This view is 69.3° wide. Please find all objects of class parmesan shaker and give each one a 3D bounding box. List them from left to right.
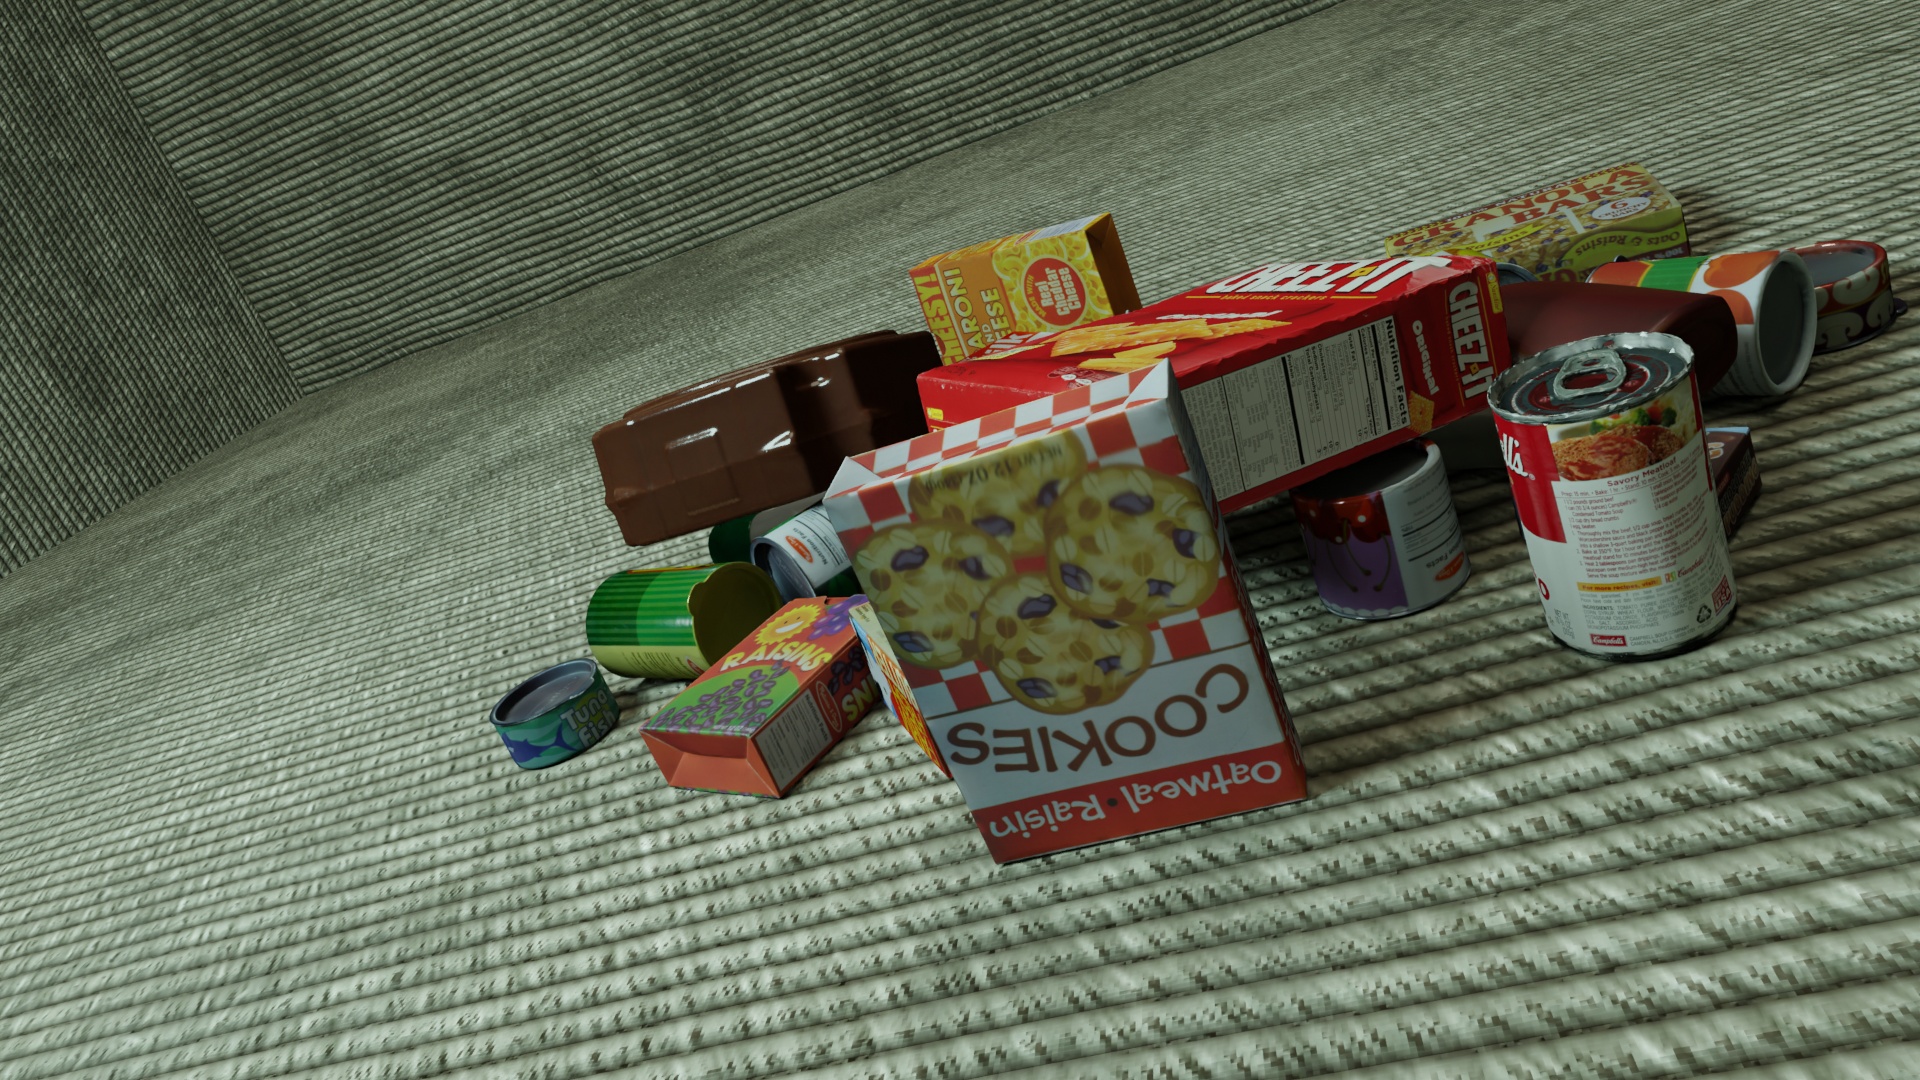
[{"bbox_3d":[-0.162,0.046,0.803,0.103,0.071,0.072,-4,28,40],"label":"parmesan shaker"}]

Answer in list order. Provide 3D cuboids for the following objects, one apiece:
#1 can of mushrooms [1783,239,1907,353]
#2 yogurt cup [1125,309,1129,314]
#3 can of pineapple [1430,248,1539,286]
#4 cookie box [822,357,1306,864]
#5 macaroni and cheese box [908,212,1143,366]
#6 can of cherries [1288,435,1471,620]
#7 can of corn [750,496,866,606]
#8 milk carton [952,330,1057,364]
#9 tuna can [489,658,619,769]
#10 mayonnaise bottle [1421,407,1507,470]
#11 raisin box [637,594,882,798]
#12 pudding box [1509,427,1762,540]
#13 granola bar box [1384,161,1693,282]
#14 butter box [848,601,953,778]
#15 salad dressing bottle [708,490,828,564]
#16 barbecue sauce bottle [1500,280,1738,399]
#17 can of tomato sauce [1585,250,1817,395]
[{"bbox_3d":[0.416,-0.119,0.675,0.071,0.033,0.071,-20,20,8],"label":"can of mushrooms"},{"bbox_3d":[0.142,-0.119,0.910,0.054,0.072,0.073,-10,23,12],"label":"yogurt cup"},{"bbox_3d":[0.288,-0.126,0.780,0.071,0.070,0.058,-21,21,4],"label":"can of pineapple"},{"bbox_3d":[0.042,0.032,0.501,0.123,0.167,0.040,-16,25,17],"label":"cookie box"},{"bbox_3d":[0.052,-0.160,1.013,0.166,0.123,0.040,-4,27,41],"label":"macaroni and cheese box"},{"bbox_3d":[0.180,-0.007,0.606,0.071,0.058,0.072,-19,21,8],"label":"can of cherries"},{"bbox_3d":[-0.080,0.014,0.810,0.058,0.071,0.071,-34,23,-29],"label":"can of corn"},{"bbox_3d":[0.047,-0.091,0.921,0.072,0.073,0.190,-30,22,-20],"label":"milk carton"},{"bbox_3d":[-0.231,0.099,0.797,0.071,0.032,0.071,-20,21,8],"label":"tuna can"},{"bbox_3d":[0.253,-0.059,0.685,0.148,0.041,0.065,1,33,48],"label":"mayonnaise bottle"},{"bbox_3d":[-0.088,0.075,0.705,0.086,0.040,0.124,-5,27,41],"label":"raisin box"},{"bbox_3d":[0.282,-0.023,0.582,0.083,0.030,0.050,2,31,47],"label":"pudding box"},{"bbox_3d":[0.360,-0.187,0.886,0.165,0.039,0.125,-15,22,19],"label":"granola bar box"},{"bbox_3d":[-0.021,0.065,0.642,0.024,0.053,0.103,-25,21,-13],"label":"butter box"},{"bbox_3d":[-0.098,-0.008,0.909,0.147,0.044,0.064,-12,17,30],"label":"salad dressing bottle"},{"bbox_3d":[0.267,-0.092,0.629,0.065,0.043,0.149,-34,25,-12],"label":"barbecue sauce bottle"},{"bbox_3d":[0.347,-0.103,0.656,0.071,0.071,0.083,-35,25,-30],"label":"can of tomato sauce"}]
